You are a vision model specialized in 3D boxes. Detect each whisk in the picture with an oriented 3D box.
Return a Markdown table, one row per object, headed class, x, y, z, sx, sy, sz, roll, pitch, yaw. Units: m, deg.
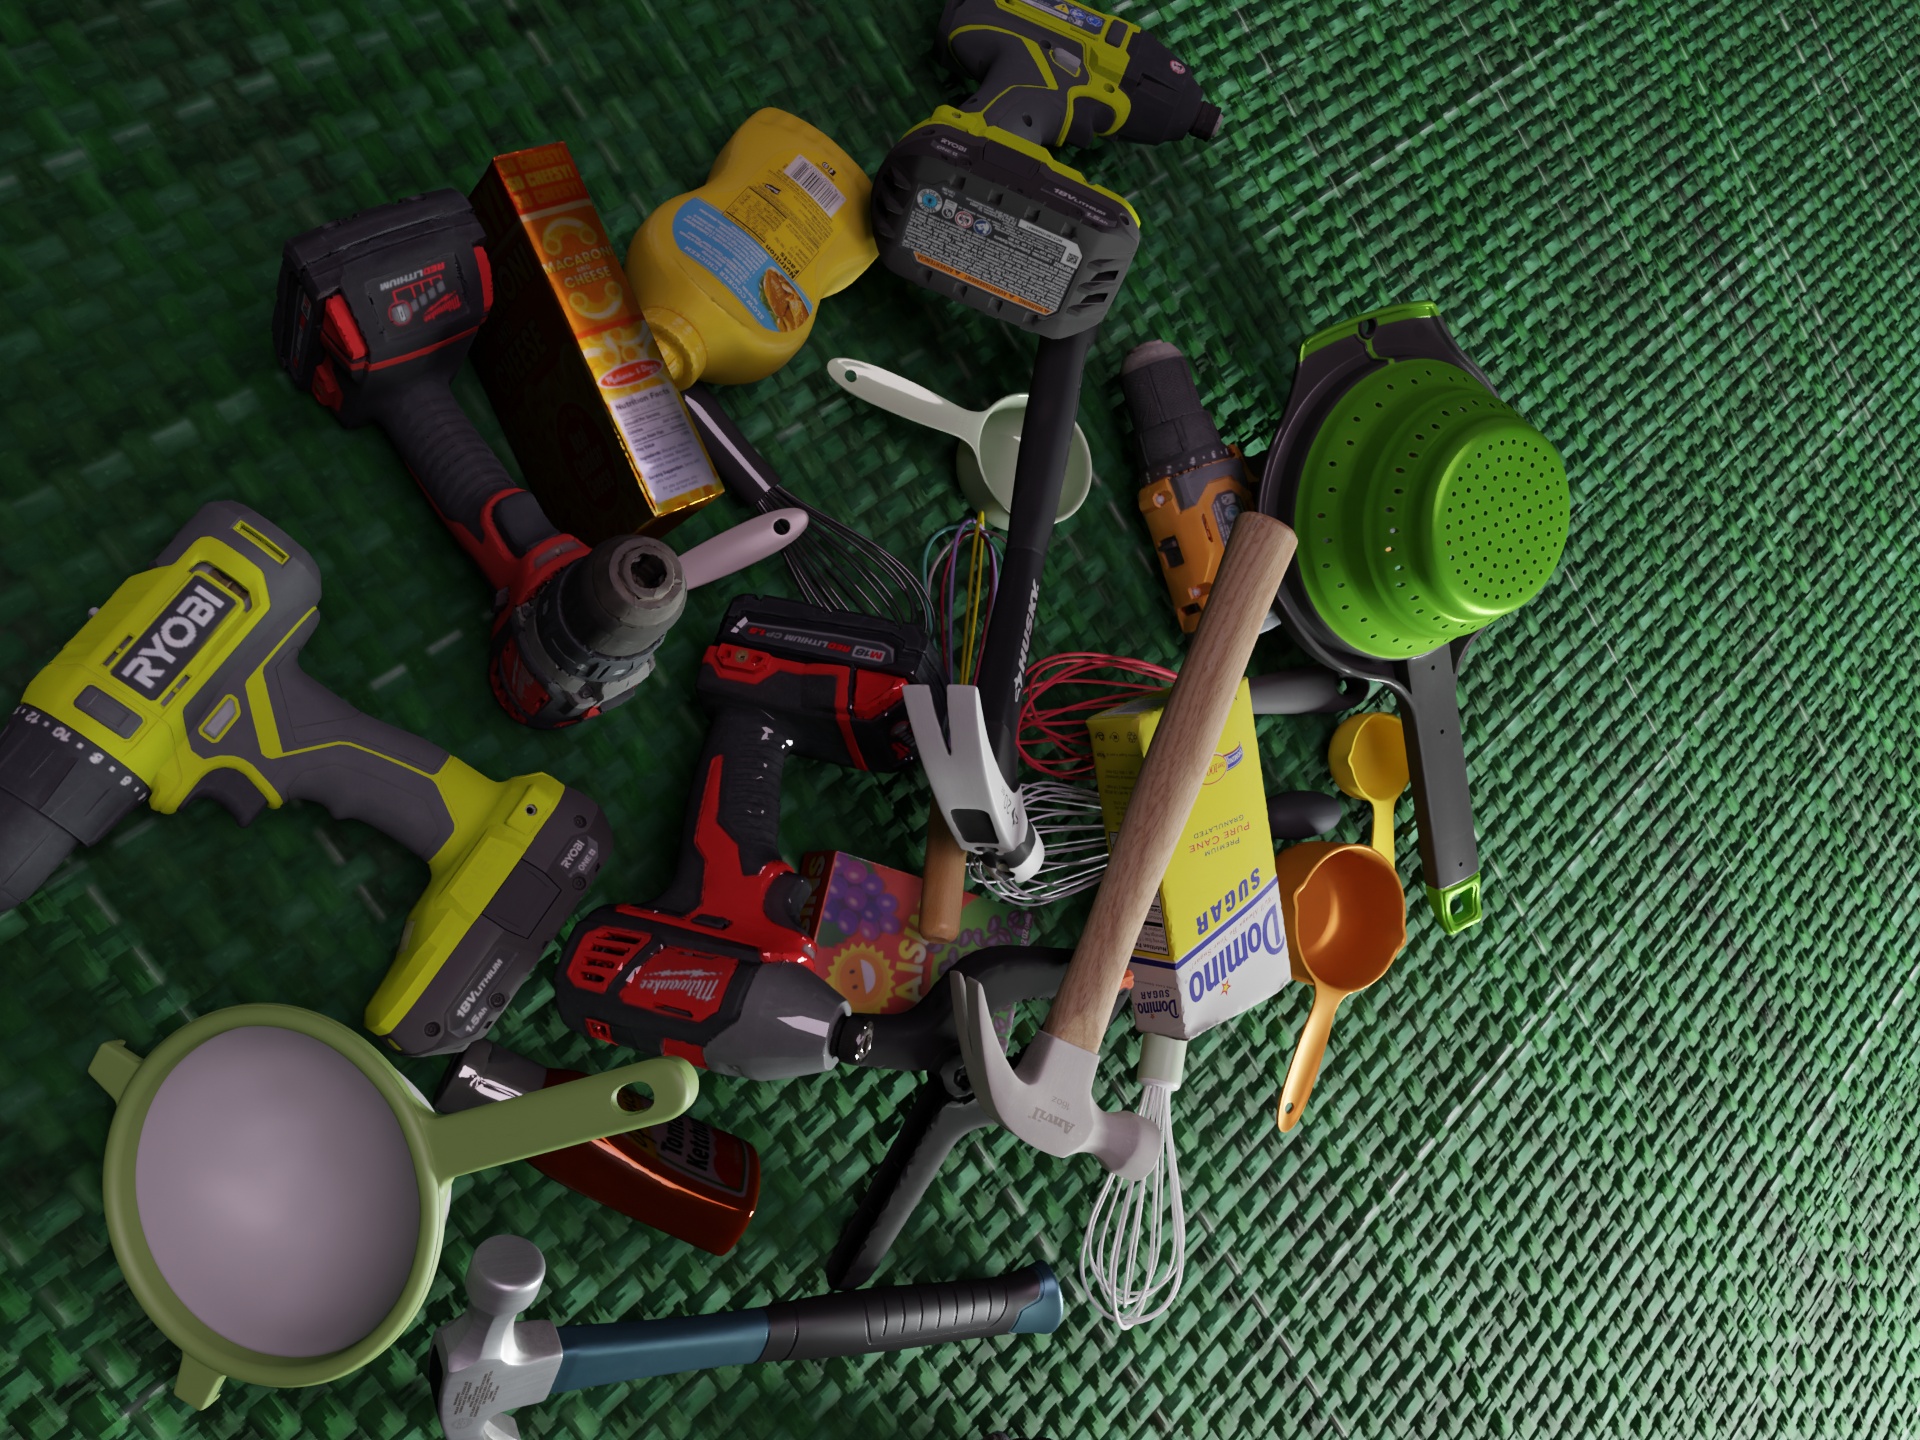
| class | x | y | z | sx | sy | sz | roll | pitch | yaw |
| --- | --- | --- | --- | --- | --- | --- | --- | --- | --- |
| whisk | -0.100 | -0.120 | 0.822 | 0.239 | 0.055 | 0.055 | 48 | 63 | -10 |
| whisk | -0.002 | -0.004 | 0.838 | 0.051 | 0.047 | 0.245 | 16 | 64 | -22 |
| whisk | 0.110 | 0.212 | 0.890 | 0.059 | 0.058 | 0.246 | 42 | 55 | -56 |
| whisk | 0.142 | -0.011 | 0.936 | 0.295 | 0.073 | 0.073 | -6 | 85 | -37 |
| whisk | 0.119 | 0.062 | 0.909 | 0.284 | 0.070 | 0.070 | -3 | 84 | -35 |

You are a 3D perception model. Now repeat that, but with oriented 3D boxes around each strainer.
| class | x | y | z | sx | sy | sz | roll | pitch | yaw |
| --- | --- | --- | --- | --- | --- | --- | --- | --- | --- |
| strainer | -0.215 | 0.170 | 0.639 | 0.256 | 0.069 | 0.151 | -17 | 87 | 11 |

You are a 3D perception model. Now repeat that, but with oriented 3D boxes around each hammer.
| class | x | y | z | sx | sy | sz | roll | pitch | yaw |
| --- | --- | --- | --- | --- | --- | --- | --- | --- | --- |
| hammer | 0.033 | -0.097 | 0.814 | 0.146 | 0.035 | 0.335 | 60 | 36 | -56 |
| hammer | 0.093 | 0.049 | 0.781 | 0.130 | 0.031 | 0.331 | 27 | 79 | -25 |
| hammer | -0.083 | 0.285 | 0.745 | 0.330 | 0.033 | 0.128 | 8 | 118 | -36 |

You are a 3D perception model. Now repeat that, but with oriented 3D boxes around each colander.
| class | x | y | z | sx | sy | sz | roll | pitch | yaw |
| --- | --- | --- | --- | --- | --- | --- | --- | --- | --- |
| colander | 0.295 | -0.043 | 0.935 | 0.204 | 0.095 | 0.397 | -22 | 110 | -23 |

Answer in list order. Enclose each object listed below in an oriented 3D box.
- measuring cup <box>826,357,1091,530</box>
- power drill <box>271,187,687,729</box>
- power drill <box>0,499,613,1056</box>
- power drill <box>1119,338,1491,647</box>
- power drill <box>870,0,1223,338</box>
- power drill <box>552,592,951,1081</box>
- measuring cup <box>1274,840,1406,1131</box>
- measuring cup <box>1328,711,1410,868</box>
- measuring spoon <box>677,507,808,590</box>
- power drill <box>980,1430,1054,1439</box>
| class | x | y | z | sx | sy | sz | roll | pitch | yaw |
| --- | --- | --- | --- | --- | --- | --- | --- | --- | --- |
| measuring cup | -0.005 | -0.159 | 0.886 | 0.167 | 0.038 | 0.083 | 21 | 72 | -23 |
| power drill | -0.200 | -0.108 | 0.685 | 0.080 | 0.188 | 0.226 | -31 | 94 | -28 |
| power drill | -0.284 | 0.044 | 0.674 | 0.228 | 0.080 | 0.191 | 39 | 65 | -16 |
| power drill | 0.206 | -0.160 | 0.983 | 0.226 | 0.084 | 0.185 | -20 | 92 | -25 |
| power drill | 0.051 | -0.317 | 0.871 | 0.171 | 0.080 | 0.223 | 22 | 52 | -4 |
| power drill | -0.083 | 0.058 | 0.740 | 0.143 | 0.078 | 0.220 | 12 | 63 | 16 |
| measuring cup | 0.203 | 0.155 | 0.947 | 0.095 | 0.052 | 0.174 | 23 | 82 | -28 |
| measuring cup | 0.258 | 0.072 | 1.009 | 0.062 | 0.029 | 0.156 | -3 | 95 | -32 |
| measuring spoon | -0.131 | -0.077 | 0.788 | 0.124 | 0.018 | 0.034 | -27 | 94 | -8 |
| power drill | 0.025 | 0.475 | 0.777 | 0.164 | 0.084 | 0.226 | 46 | 59 | -15 |
